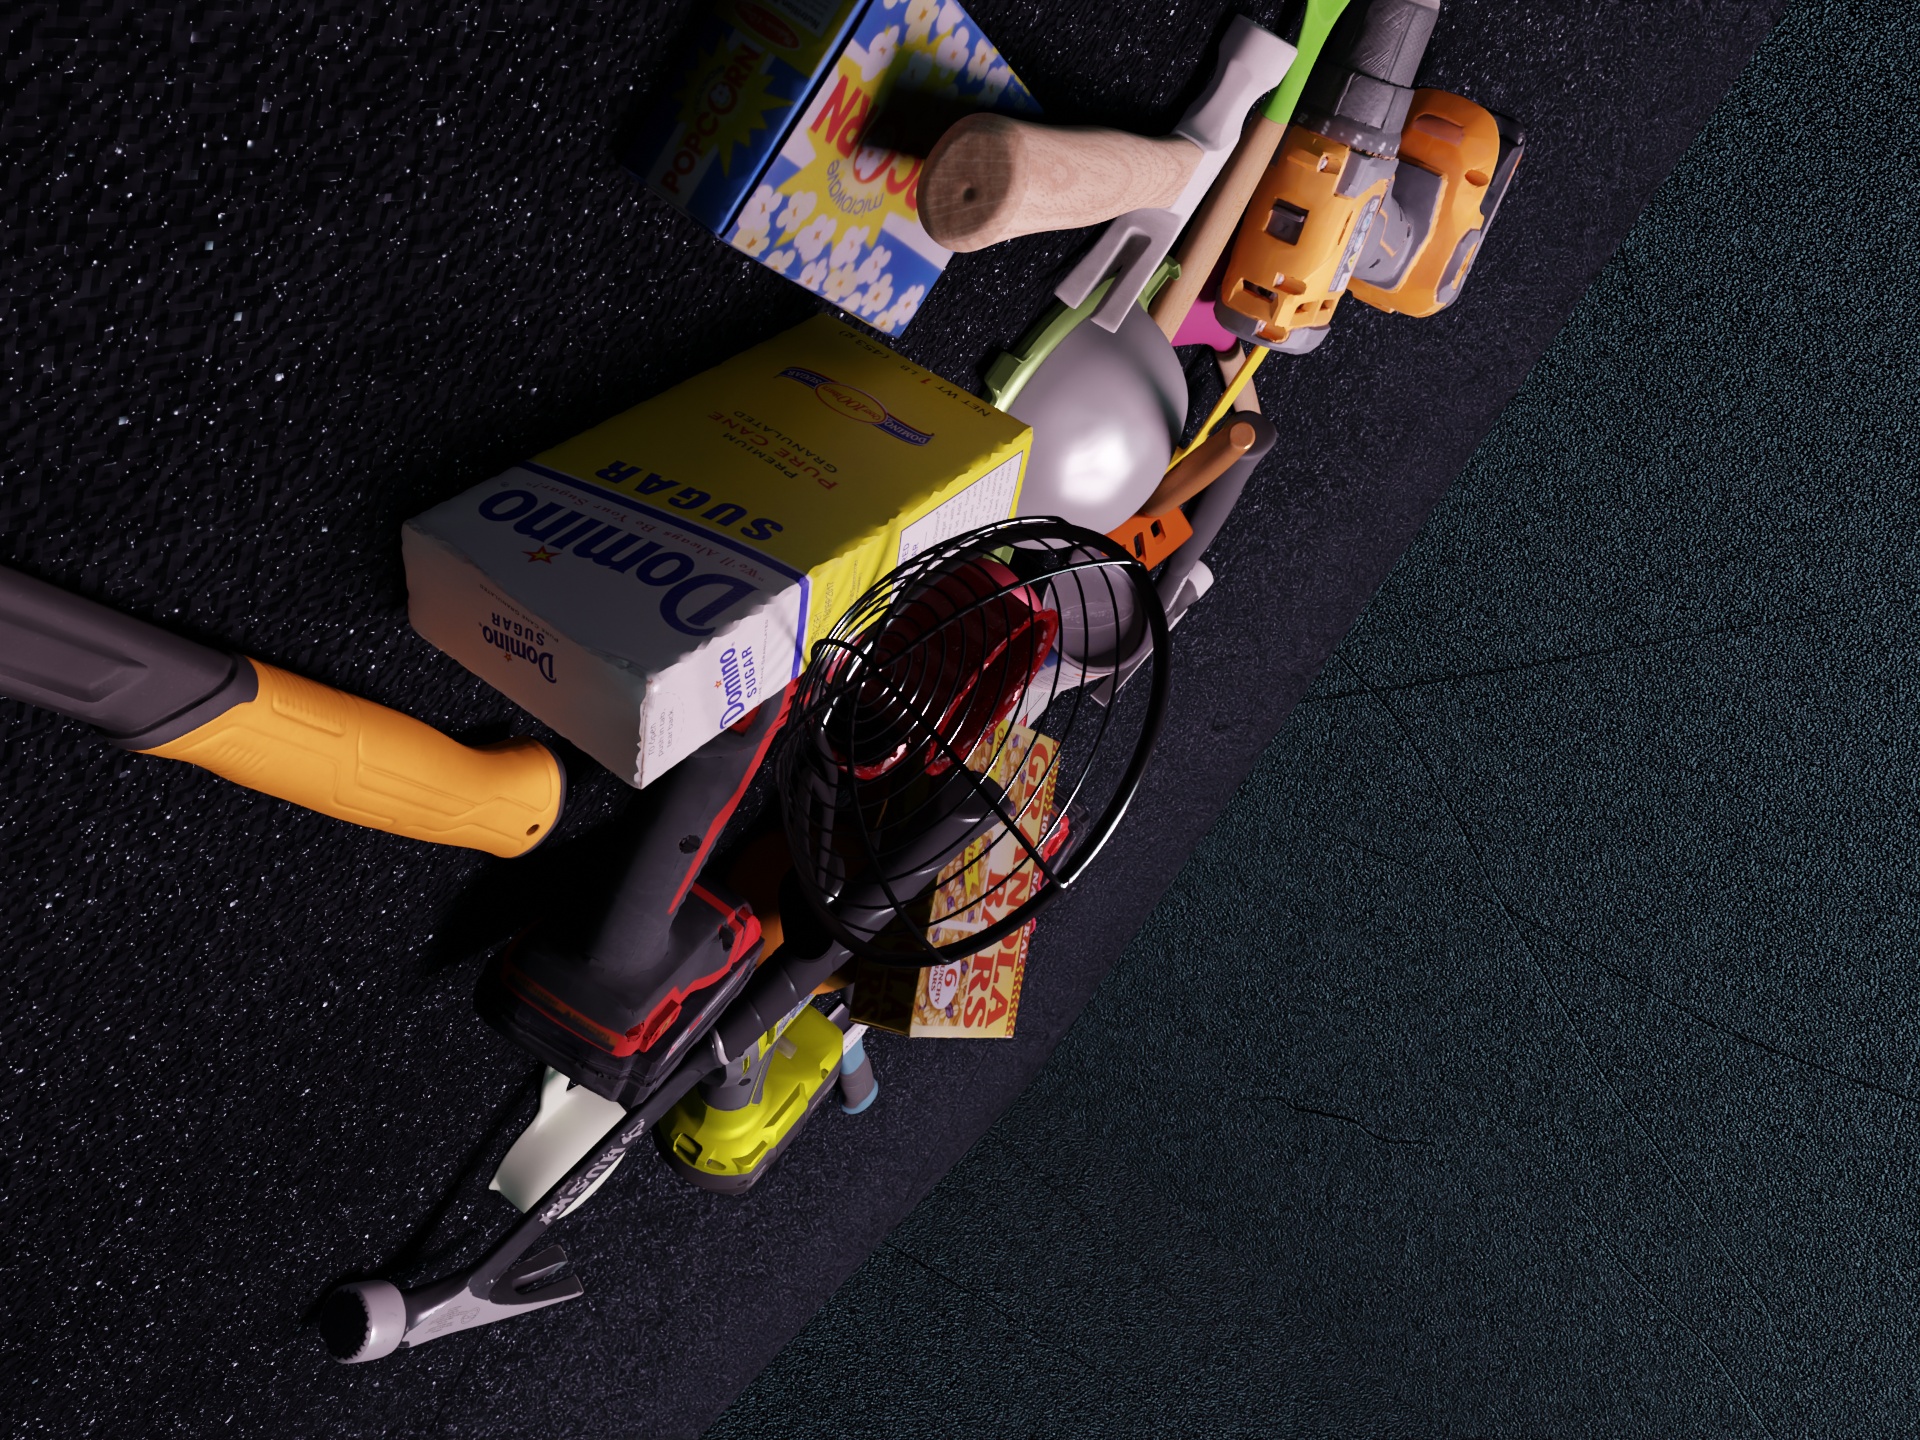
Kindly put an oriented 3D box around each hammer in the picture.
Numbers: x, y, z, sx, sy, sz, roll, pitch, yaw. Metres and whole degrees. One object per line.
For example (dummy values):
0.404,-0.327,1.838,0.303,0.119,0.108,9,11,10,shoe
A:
-0.098,0.305,1.412,0.128,0.033,0.330,-46,165,-17,hammer
0.051,-0.187,0.552,0.130,0.031,0.331,-58,175,26,hammer
0.153,-0.114,1.092,0.146,0.035,0.334,-47,171,-17,hammer
-0.184,0.006,0.392,0.127,0.034,0.336,-52,166,-3,hammer
-0.127,0.171,0.772,0.409,0.036,0.149,-44,154,12,hammer

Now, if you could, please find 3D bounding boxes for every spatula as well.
0.113,-0.111,0.836,0.081,0.041,0.322,-36,-179,-4,spatula

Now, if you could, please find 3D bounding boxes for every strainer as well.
0.048,-0.097,0.795,0.151,0.069,0.256,-40,160,-39,strainer

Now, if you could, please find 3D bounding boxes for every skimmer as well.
-0.017,0.046,0.539,0.363,0.090,0.127,110,-5,-69,skimmer

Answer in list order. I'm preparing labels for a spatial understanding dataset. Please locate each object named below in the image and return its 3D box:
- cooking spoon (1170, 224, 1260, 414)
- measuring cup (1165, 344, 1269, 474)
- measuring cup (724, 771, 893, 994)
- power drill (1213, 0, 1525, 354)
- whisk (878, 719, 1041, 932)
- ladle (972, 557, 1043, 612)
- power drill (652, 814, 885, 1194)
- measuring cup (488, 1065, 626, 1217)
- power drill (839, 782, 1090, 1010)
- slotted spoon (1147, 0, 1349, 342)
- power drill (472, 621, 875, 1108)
0.163,-0.220,0.957,0.069,0.017,0.318,-53,165,5,cooking spoon
0.137,-0.183,0.940,0.156,0.029,0.062,-54,165,15,measuring cup
-0.068,0.065,0.856,0.174,0.095,0.052,-68,160,-45,measuring cup
0.227,-0.297,0.847,0.226,0.084,0.185,-26,141,-52,power drill
-0.004,0.055,0.923,0.073,0.073,0.295,-47,147,-18,whisk
-0.001,-0.003,0.899,0.315,0.069,0.031,101,8,-67,ladle
-0.108,0.170,0.958,0.190,0.080,0.228,-47,164,-39,power drill
-0.202,0.212,0.835,0.083,0.038,0.167,-41,164,-37,measuring cup
-0.007,0.128,1.178,0.219,0.079,0.143,-32,156,-47,power drill
0.133,-0.261,0.748,0.070,0.031,0.313,-30,157,-44,slotted spoon
-0.090,0.019,0.627,0.226,0.080,0.188,-62,174,27,power drill
